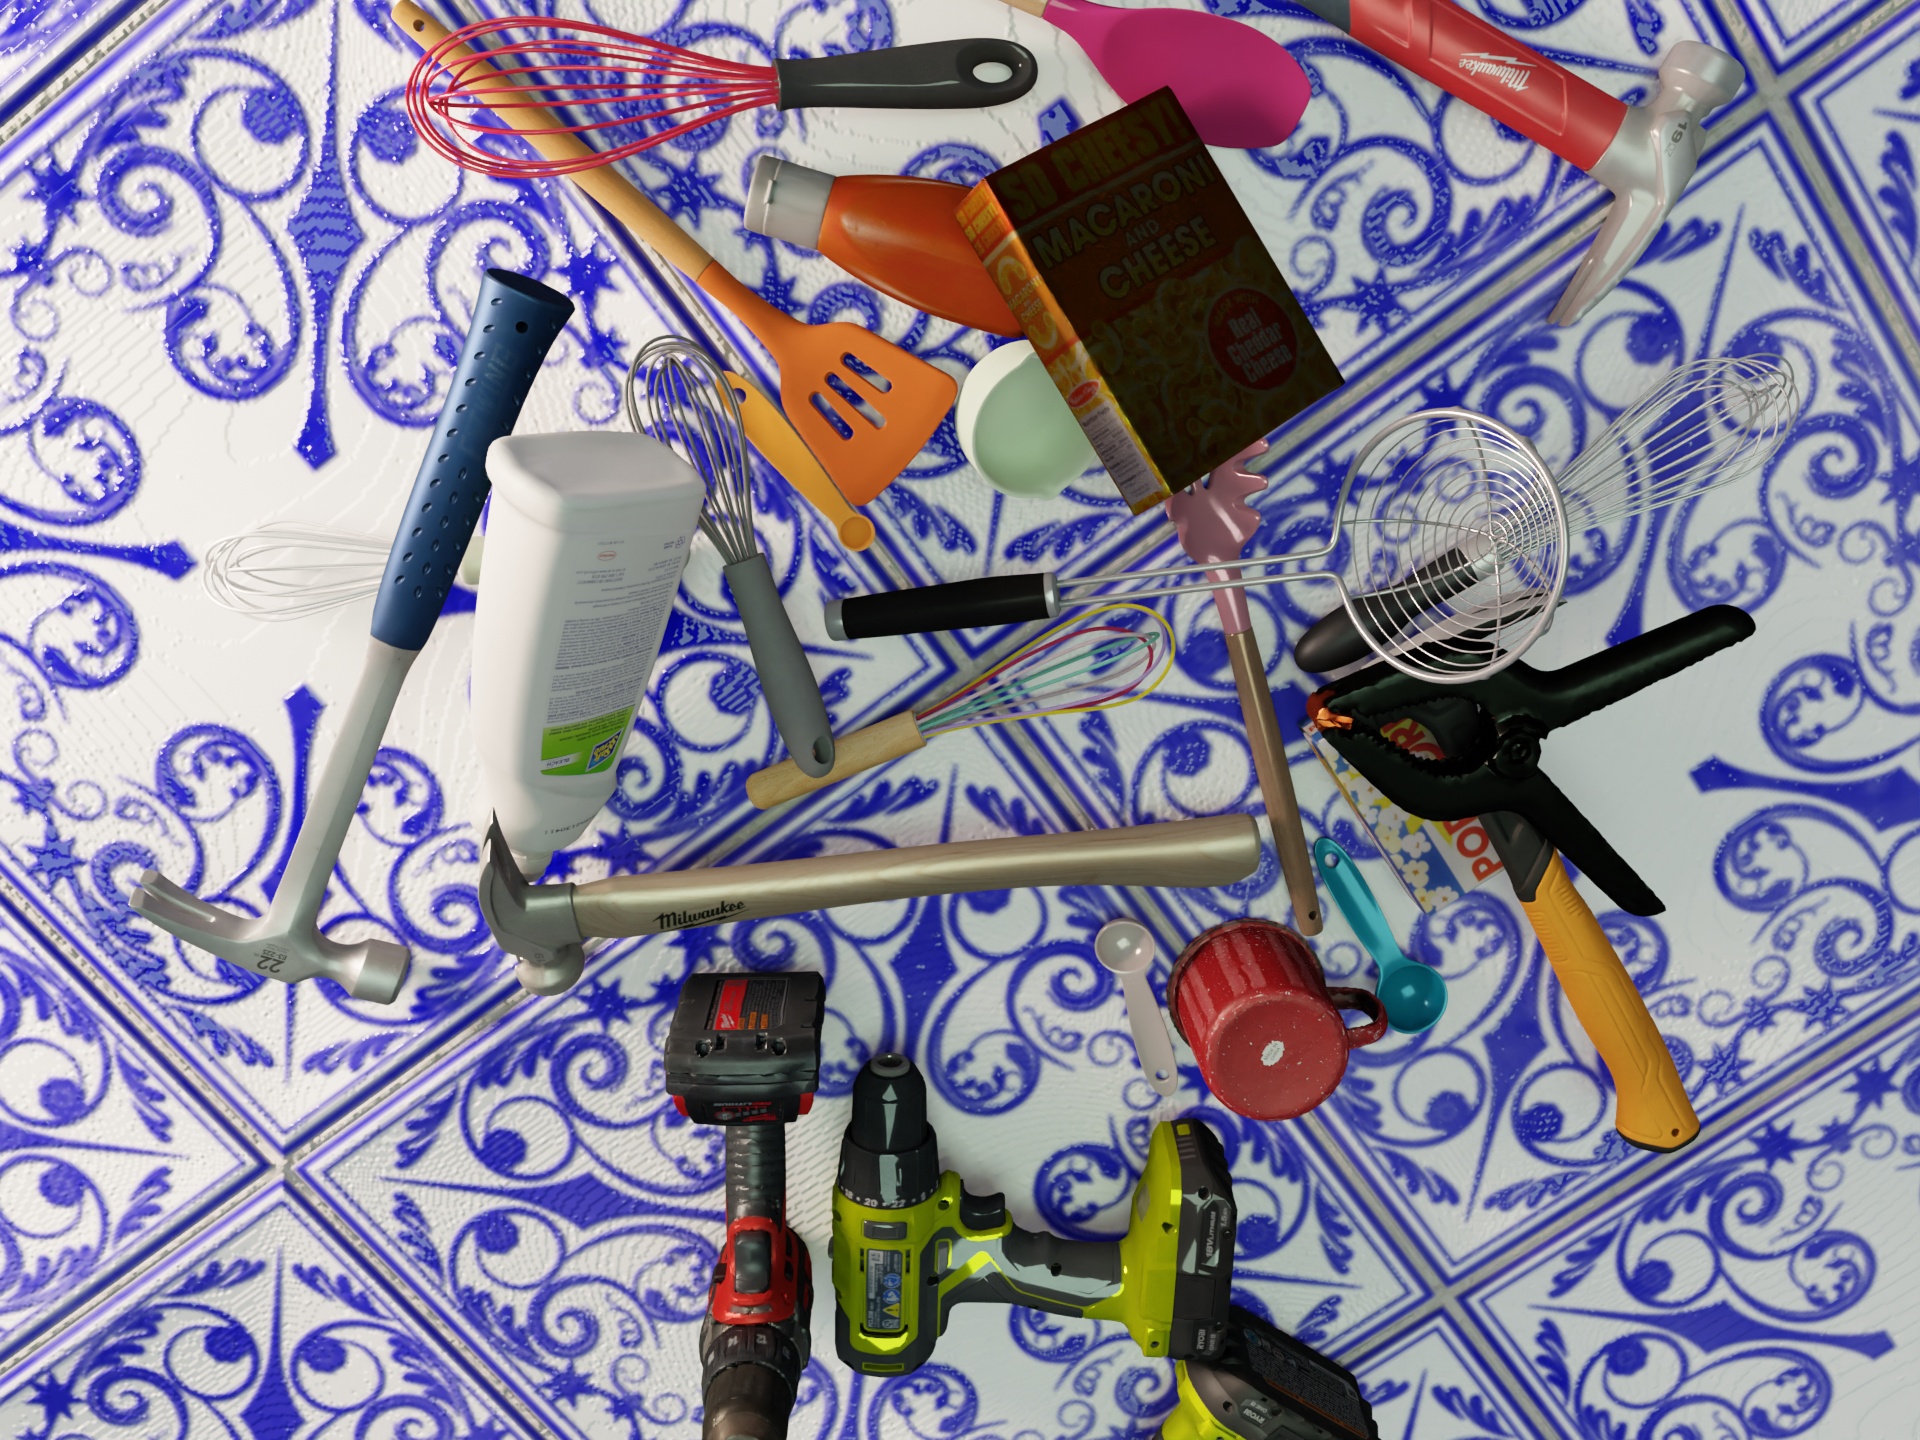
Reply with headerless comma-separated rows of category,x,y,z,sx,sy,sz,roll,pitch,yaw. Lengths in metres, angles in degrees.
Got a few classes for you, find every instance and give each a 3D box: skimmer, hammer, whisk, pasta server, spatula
skimmer,0.099,-0.068,0.771,0.363,0.090,0.127,-6,95,14
hammer,0.325,0.094,0.855,0.127,0.034,0.336,-30,105,6
hammer,0.178,-0.338,0.764,0.386,0.038,0.143,26,105,-9
whisk,0.301,-0.102,0.830,0.284,0.070,0.070,-31,105,12
pasta server,0.158,-0.022,0.854,0.060,0.040,0.316,-19,107,-8
whisk,-0.001,-0.001,0.852,0.245,0.051,0.047,-22,111,7
hammer,-0.291,-0.033,0.793,0.144,0.035,0.405,20,112,-21
spatula,-0.145,-0.237,0.779,0.322,0.041,0.081,39,100,-11
whisk,-0.105,-0.296,0.742,0.295,0.073,0.073,-8,107,-12
whisk,-0.112,-0.079,0.813,0.055,0.055,0.239,-19,103,3
hammer,-0.043,0.079,0.846,0.410,0.038,0.146,-6,145,-5
whisk,-0.263,-0.082,0.819,0.246,0.059,0.057,-3,143,-5

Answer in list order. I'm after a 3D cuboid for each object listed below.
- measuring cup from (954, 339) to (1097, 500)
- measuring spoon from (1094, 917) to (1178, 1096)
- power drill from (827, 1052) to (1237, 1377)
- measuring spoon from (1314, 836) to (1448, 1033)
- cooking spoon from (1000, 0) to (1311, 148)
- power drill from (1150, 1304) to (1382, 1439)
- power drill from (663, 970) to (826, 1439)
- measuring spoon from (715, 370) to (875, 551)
measuring cup,0.074,-0.171,0.811,0.167,0.038,0.083,-23,130,-14
measuring spoon,0.106,0.164,0.919,0.034,0.018,0.124,-12,113,12
power drill,0.038,0.285,0.918,0.228,0.080,0.190,2,106,0
measuring spoon,0.235,0.121,0.912,0.042,0.021,0.128,-31,96,0
cooking spoon,0.018,-0.353,0.757,0.319,0.017,0.068,22,148,-5
power drill,0.151,0.486,0.981,0.171,0.080,0.223,33,106,-10
power drill,-0.112,0.265,0.851,0.080,0.188,0.226,0,102,-3
measuring spoon,-0.086,-0.135,0.828,0.021,0.011,0.117,-40,100,8
